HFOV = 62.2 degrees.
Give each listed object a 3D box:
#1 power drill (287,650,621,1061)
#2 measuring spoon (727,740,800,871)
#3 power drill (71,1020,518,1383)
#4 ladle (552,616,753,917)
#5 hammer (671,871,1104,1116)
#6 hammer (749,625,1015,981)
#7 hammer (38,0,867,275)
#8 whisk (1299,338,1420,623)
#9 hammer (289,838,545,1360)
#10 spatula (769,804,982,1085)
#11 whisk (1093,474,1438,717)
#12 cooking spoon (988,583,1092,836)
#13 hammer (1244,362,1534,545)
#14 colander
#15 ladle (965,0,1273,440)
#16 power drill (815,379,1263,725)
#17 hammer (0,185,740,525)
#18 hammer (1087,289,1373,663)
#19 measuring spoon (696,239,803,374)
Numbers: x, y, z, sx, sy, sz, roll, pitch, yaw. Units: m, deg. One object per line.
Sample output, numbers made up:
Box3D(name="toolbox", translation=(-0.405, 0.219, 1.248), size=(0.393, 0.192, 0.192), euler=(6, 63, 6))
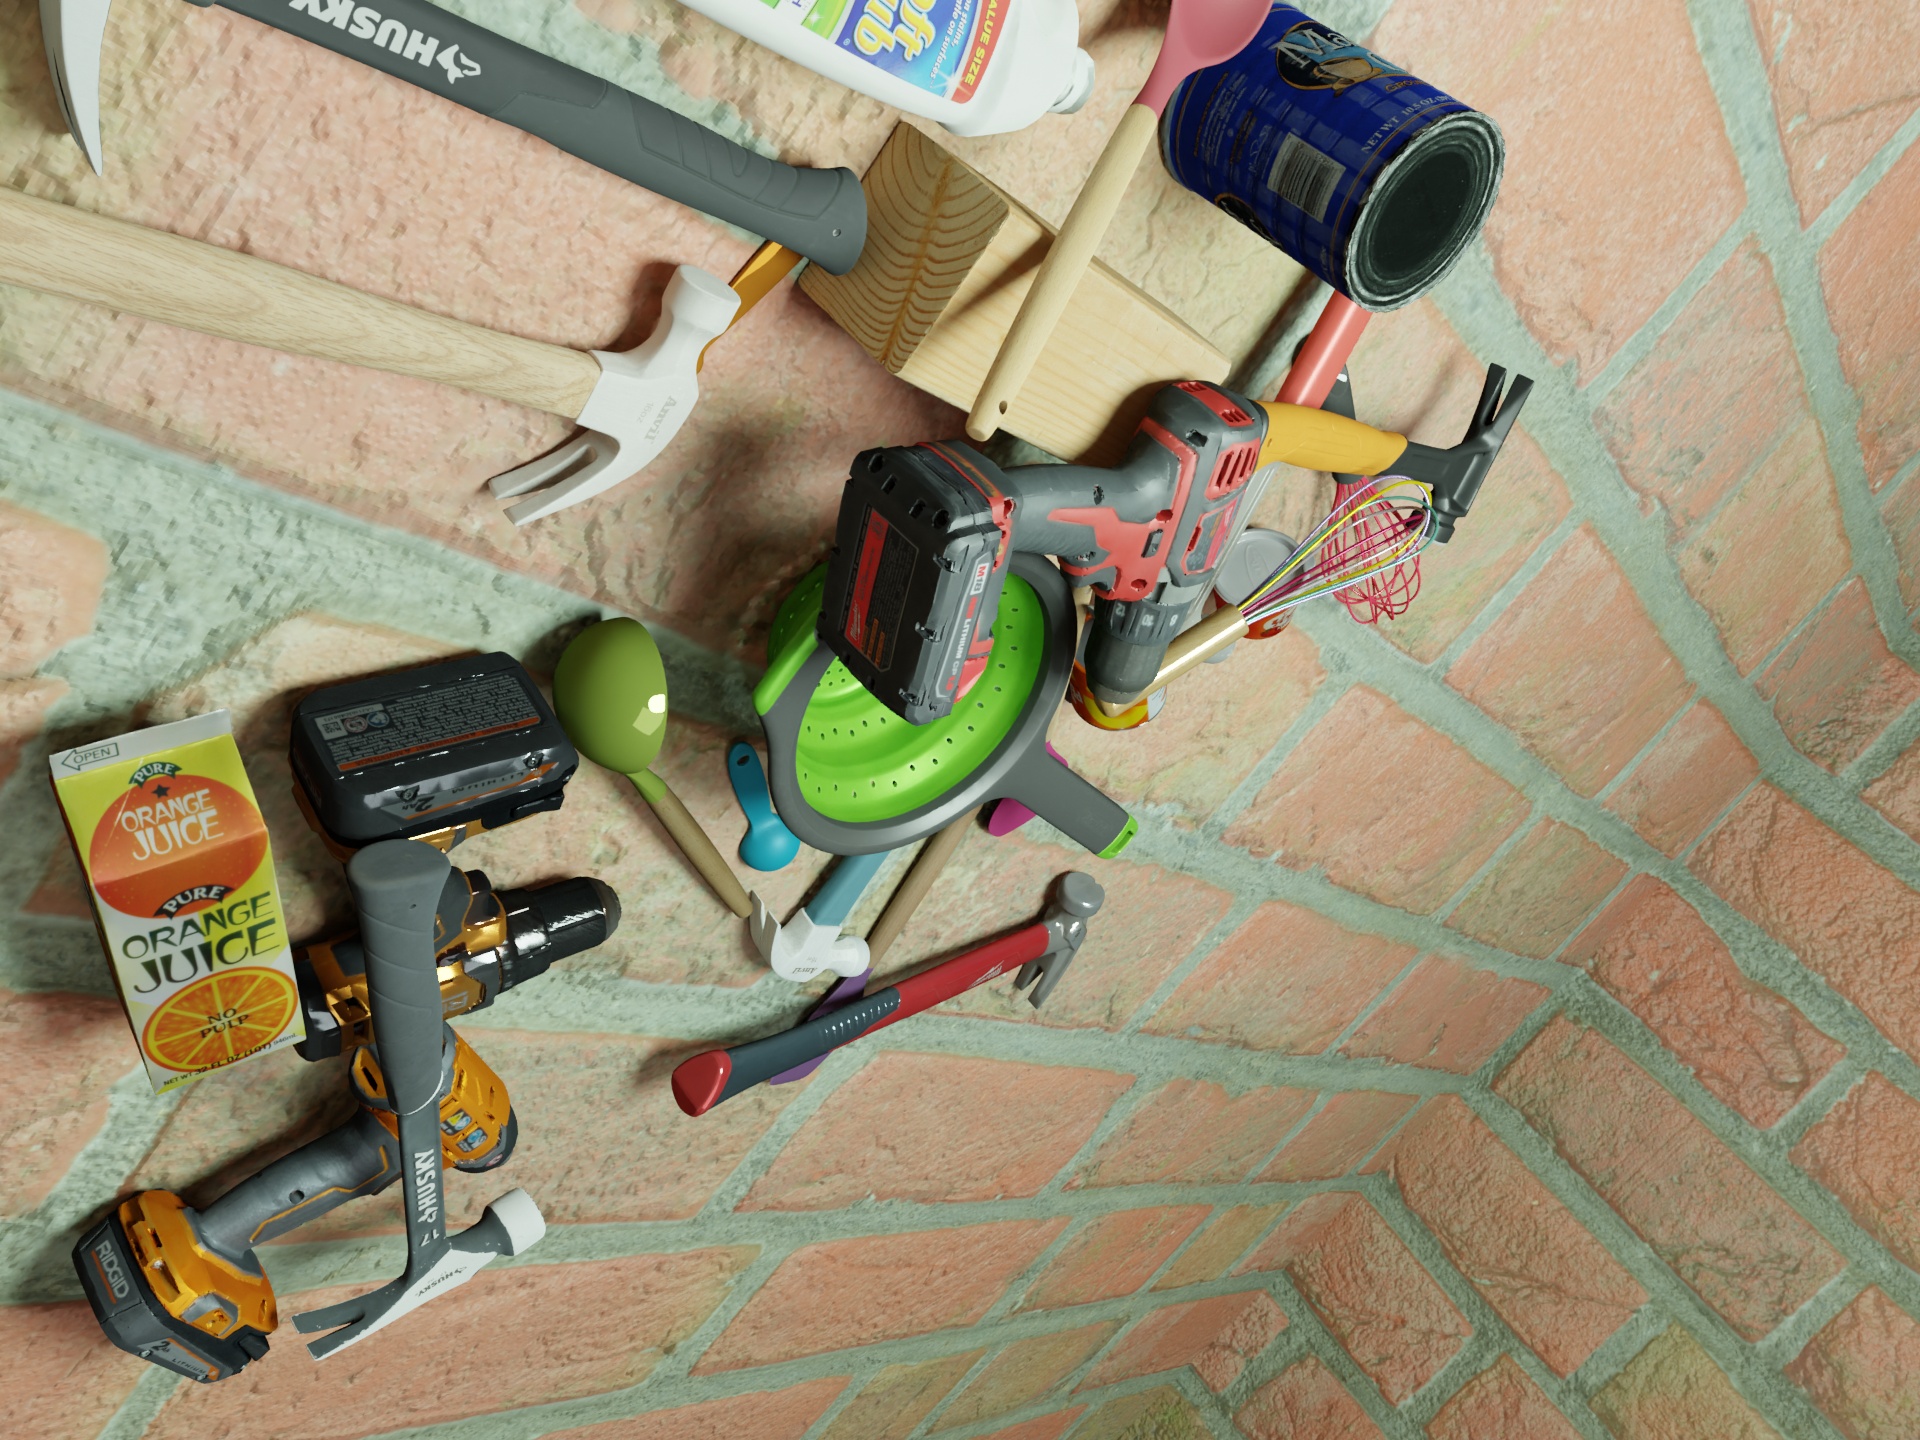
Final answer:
Box3D(name="power drill", translation=(-0.251, 0.072, 0.815), size=(0.185, 0.084, 0.226), euler=(-16, 143, -35))
Box3D(name="measuring spoon", translation=(-0.121, 0.057, 0.979), size=(0.042, 0.021, 0.128), euler=(-31, 147, -16))
Box3D(name="power drill", translation=(-0.367, 0.278, 0.929), size=(0.226, 0.084, 0.164), euler=(-36, 149, -15))
Box3D(name="ladle", translation=(-0.155, 0.045, 0.905), size=(0.062, 0.078, 0.319), euler=(-28, 152, -6))
Box3D(name="hammer", translation=(-0.051, 0.222, 1.202), size=(0.386, 0.038, 0.143), euler=(-16, 143, -40))
Box3D(name="hammer", translation=(-0.030, 0.046, 1.054), size=(0.128, 0.033, 0.331), euler=(11, 120, -52))
Box3D(name="hammer", translation=(-0.161, -0.229, 0.595), size=(0.334, 0.035, 0.146), euler=(8, 122, -49))
Box3D(name="whisk", translation=(0.275, -0.161, 1.113), size=(0.073, 0.073, 0.295), euler=(-39, 141, -4))
Box3D(name="hammer", translation=(-0.286, 0.202, 0.821), size=(0.149, 0.036, 0.408), euler=(-27, 147, -35))
Box3D(name="spatula", translation=(-0.055, 0.159, 1.170), size=(0.059, 0.018, 0.315), euler=(-1, 130, -49))
Box3D(name="whisk", translation=(0.186, -0.070, 0.955), size=(0.245, 0.051, 0.047), euler=(-32, 161, -7))
Box3D(name="cooking spoon", translation=(0.057, -0.005, 1.056), size=(0.069, 0.017, 0.318), euler=(-28, 156, -22))
Box3D(name="hammer", translation=(0.256, -0.173, 0.981), size=(0.336, 0.034, 0.127), euler=(-6, 125, -51))
Box3D(name="colander", translation=(-0.002, -0.003, 0.957), size=(0.204, 0.095, 0.396), euler=(-49, 144, 4))
Box3D(name="ladle", translation=(0.073, -0.251, 0.711), size=(0.069, 0.031, 0.315), euler=(48, 61, -45))
Box3D(name="power drill", translation=(0.044, -0.068, 0.795), size=(0.226, 0.080, 0.187), euler=(-18, 138, -36))
Box3D(name="hammer", translation=(-0.242, -0.150, 0.605), size=(0.331, 0.031, 0.130), euler=(5, 128, -47))
Box3D(name="hammer", translation=(0.201, -0.198, 0.953), size=(0.149, 0.037, 0.359), euler=(9, 112, -56))
Box3D(name="measuring spoon", translation=(-0.092, -0.199, 0.727), size=(0.117, 0.011, 0.021), euler=(-45, 147, 5))
